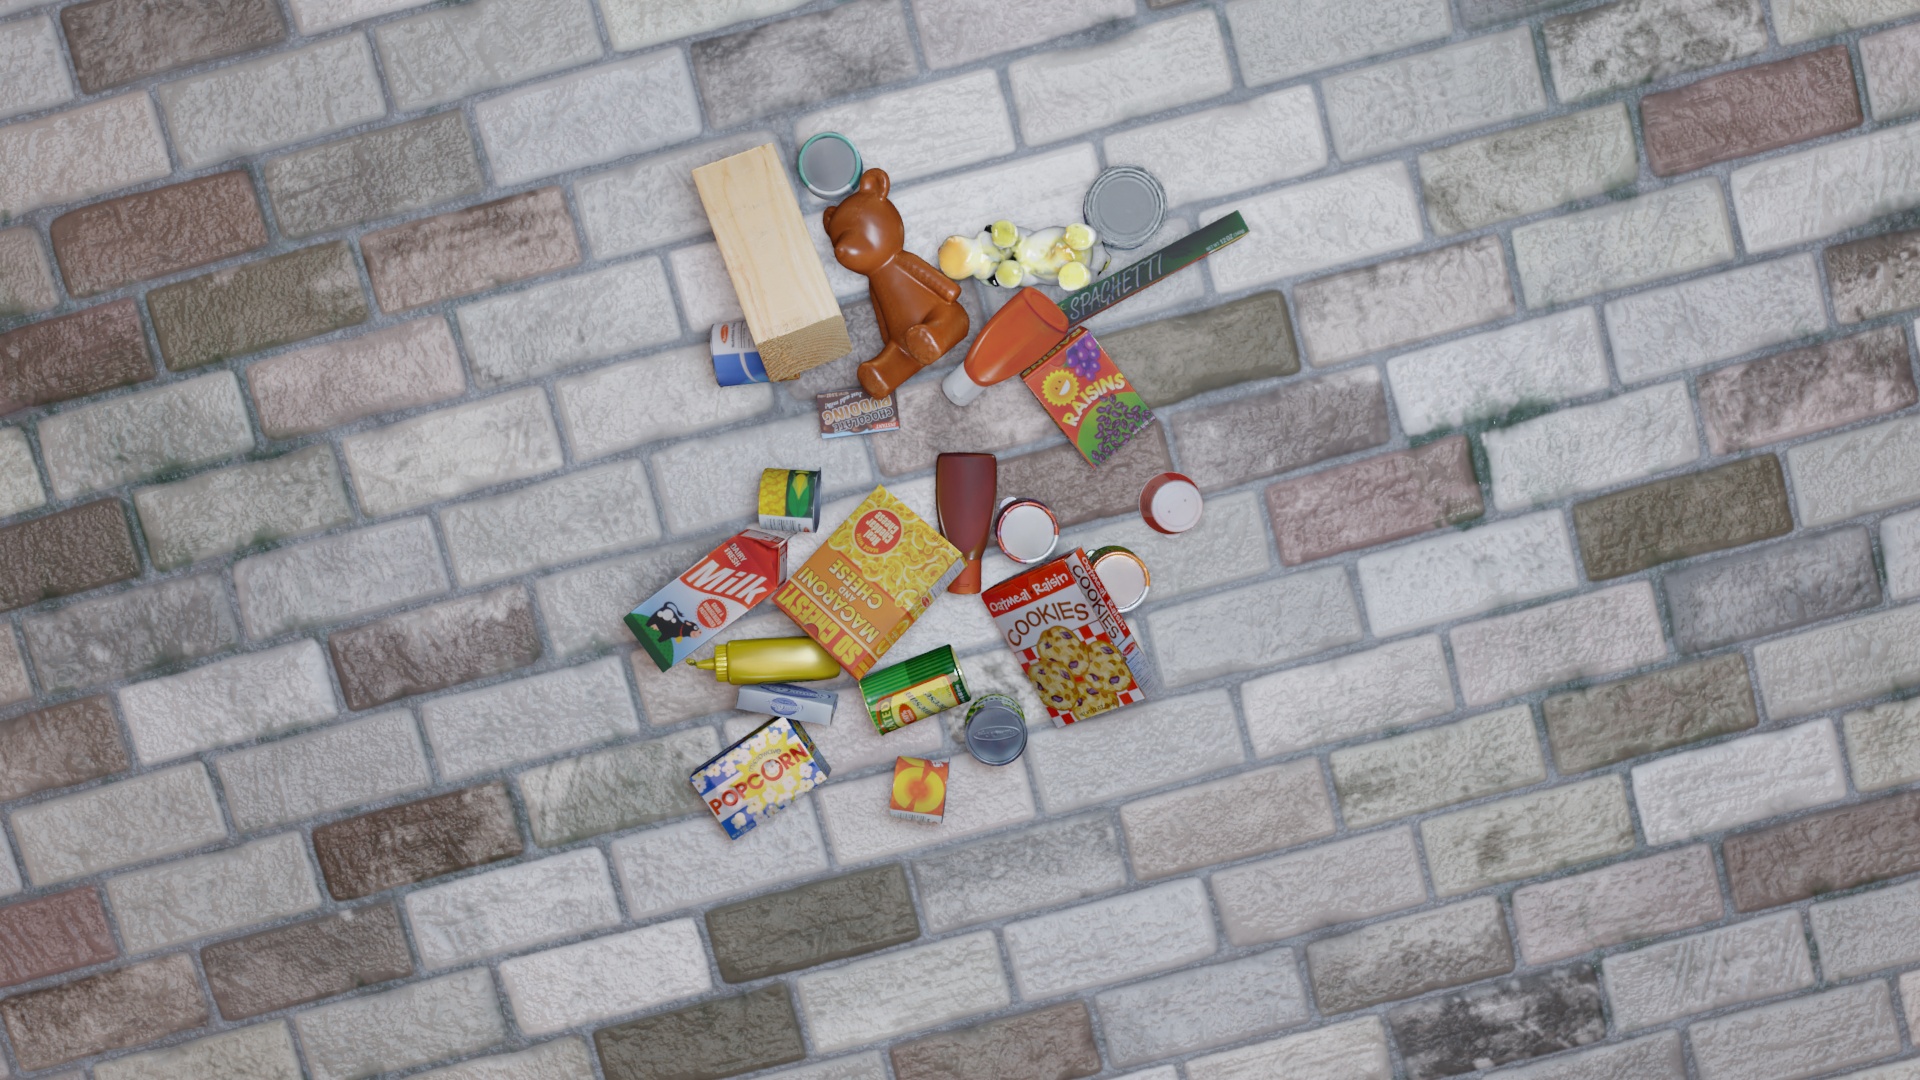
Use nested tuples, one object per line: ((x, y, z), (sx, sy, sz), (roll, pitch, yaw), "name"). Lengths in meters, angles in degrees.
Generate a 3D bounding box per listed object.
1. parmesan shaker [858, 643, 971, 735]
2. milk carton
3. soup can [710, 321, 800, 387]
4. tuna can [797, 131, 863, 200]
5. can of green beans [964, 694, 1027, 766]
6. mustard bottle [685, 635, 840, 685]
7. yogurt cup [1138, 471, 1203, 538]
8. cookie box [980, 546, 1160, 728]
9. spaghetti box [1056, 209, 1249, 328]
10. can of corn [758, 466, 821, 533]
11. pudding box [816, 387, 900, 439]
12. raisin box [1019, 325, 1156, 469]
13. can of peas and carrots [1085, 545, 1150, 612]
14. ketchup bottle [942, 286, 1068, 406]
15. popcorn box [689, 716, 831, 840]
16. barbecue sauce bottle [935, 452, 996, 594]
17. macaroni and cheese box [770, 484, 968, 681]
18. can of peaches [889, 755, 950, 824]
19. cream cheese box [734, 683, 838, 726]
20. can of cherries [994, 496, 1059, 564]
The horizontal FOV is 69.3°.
((-0.048, 0.156, 1.470), (0.103, 0.071, 0.071), (-22, 95, 2), "parmesan shaker")
((-0.252, 0.050, 1.460), (0.190, 0.072, 0.073), (-36, 94, 3), "milk carton")
((-0.212, -0.194, 1.444), (0.084, 0.071, 0.071), (-5, 95, 0), "soup can")
((-0.135, -0.391, 1.441), (0.071, 0.033, 0.071), (0, 96, 0), "tuna can")
((0.038, 0.201, 1.480), (0.071, 0.058, 0.071), (0, 95, 0), "can of green beans")
((-0.208, 0.127, 1.463), (0.160, 0.065, 0.049), (-3, 86, -7), "mustard bottle")
((0.224, -0.038, 1.461), (0.072, 0.054, 0.072), (0, 94, 0), "yogurt cup")
((0.112, 0.102, 1.448), (0.122, 0.040, 0.167), (-26, 96, 40), "cookie box")
((0.180, -0.271, 1.443), (0.250, 0.050, 0.028), (-27, 94, 3), "spaghetti box")
((-0.178, -0.045, 1.456), (0.058, 0.071, 0.071), (4, 95, 0), "can of corn")
((-0.108, -0.136, 1.465), (0.084, 0.030, 0.049), (-7, 96, 1), "pudding box")
((0.132, -0.149, 1.445), (0.086, 0.040, 0.123), (-38, 107, 5), "raisin box")
((0.162, 0.039, 1.465), (0.071, 0.059, 0.071), (0, 95, 0), "can of peas and carrots")
((0.040, -0.192, 1.419), (0.064, 0.044, 0.148), (38, 128, -17), "ketchup bottle")
((-0.215, 0.252, 1.495), (0.126, 0.038, 0.085), (-34, 94, 3), "popcorn box")
((0.005, -0.018, 1.469), (0.065, 0.044, 0.148), (1, 96, 2), "barbecue sauce bottle")
((-0.094, 0.042, 1.434), (0.124, 0.040, 0.167), (40, 80, 22), "macaroni and cheese box")
((-0.043, 0.263, 1.483), (0.058, 0.071, 0.071), (7, 95, 0), "can of peaches")
((-0.184, 0.171, 1.480), (0.104, 0.053, 0.024), (11, 99, -1), "cream cheese box")
((0.067, -0.012, 1.461), (0.071, 0.058, 0.071), (0, 96, 0), "can of cherries")
